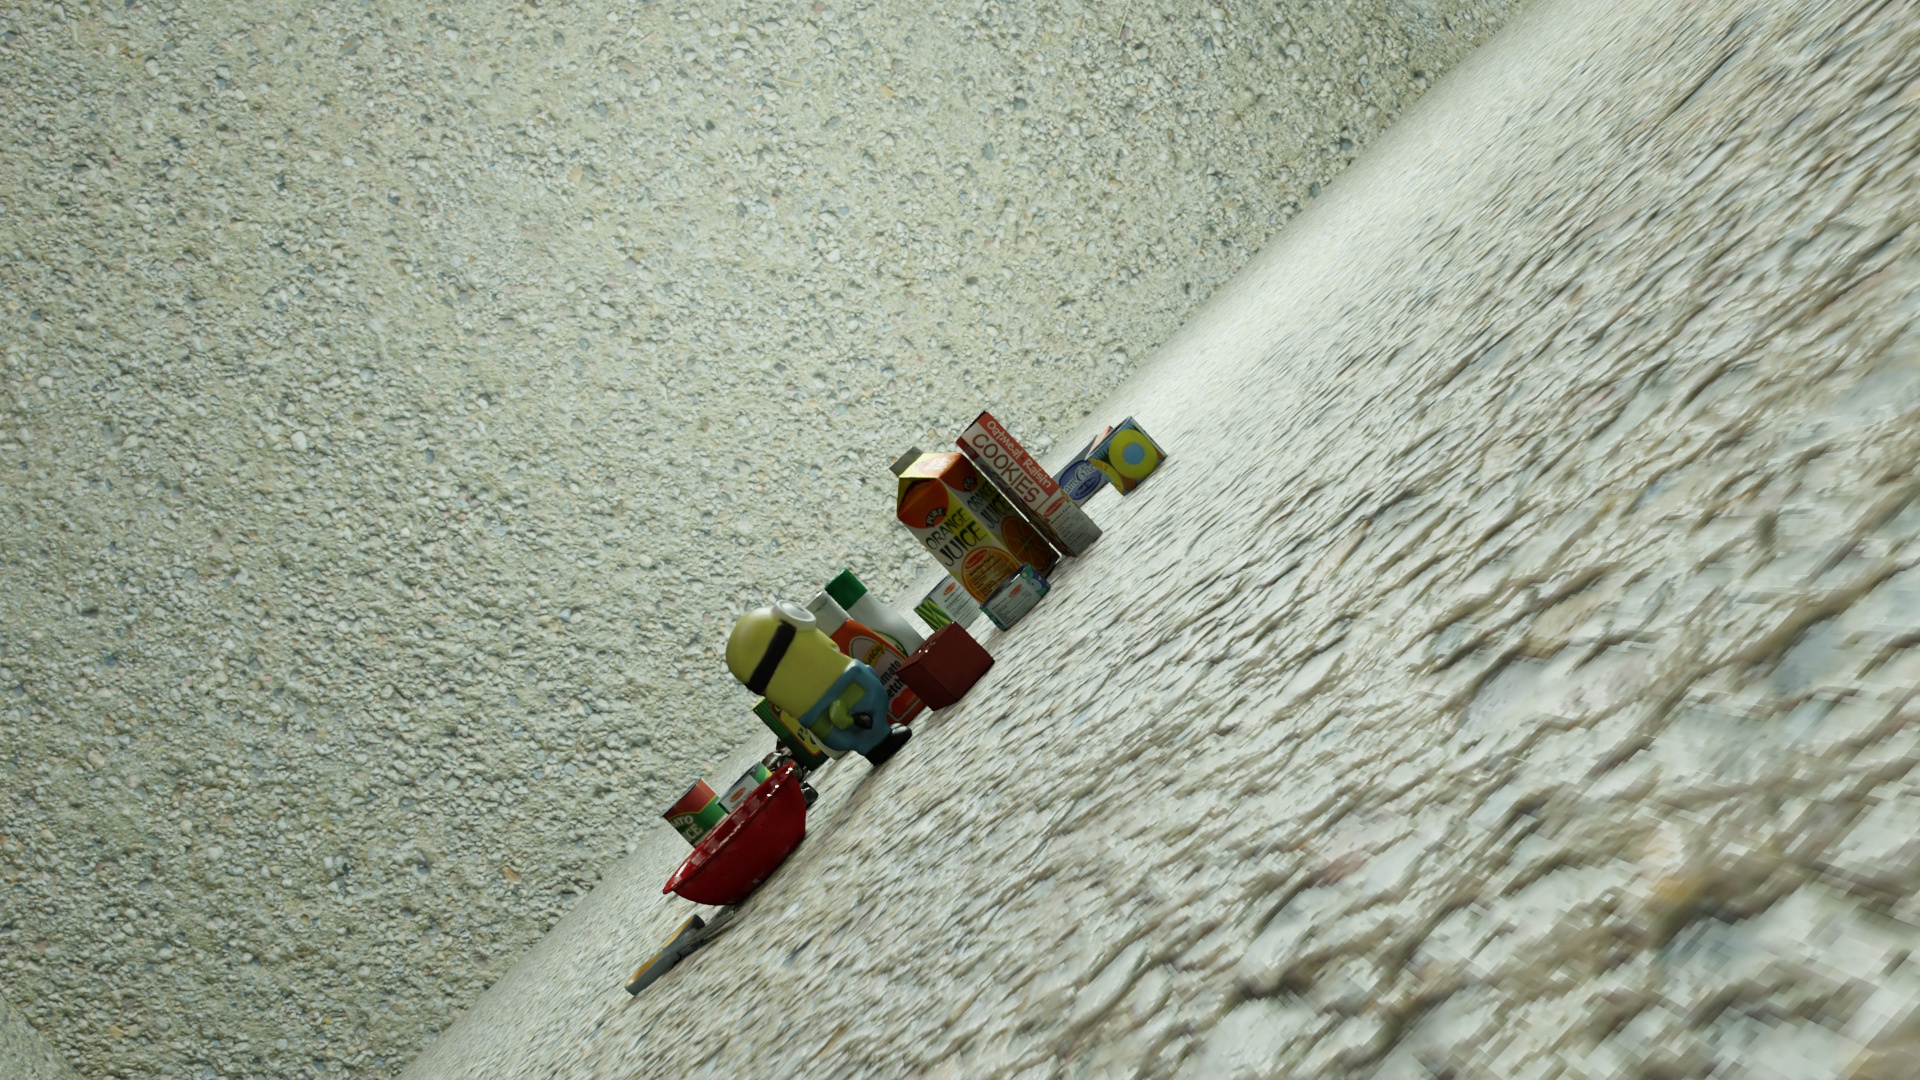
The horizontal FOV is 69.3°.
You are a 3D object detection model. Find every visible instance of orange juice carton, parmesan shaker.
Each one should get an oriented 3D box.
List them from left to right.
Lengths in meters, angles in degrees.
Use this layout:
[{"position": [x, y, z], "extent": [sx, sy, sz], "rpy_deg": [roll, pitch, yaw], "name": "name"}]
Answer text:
[{"position": [-0.187, 0.212, 1.645], "extent": [0.071, 0.103, 0.071], "rpy_deg": [-44, 2, 3], "name": "parmesan shaker"}, {"position": [0.005, -0.018, 1.431], "extent": [0.072, 0.192, 0.072], "rpy_deg": [-42, 3, 32], "name": "orange juice carton"}]

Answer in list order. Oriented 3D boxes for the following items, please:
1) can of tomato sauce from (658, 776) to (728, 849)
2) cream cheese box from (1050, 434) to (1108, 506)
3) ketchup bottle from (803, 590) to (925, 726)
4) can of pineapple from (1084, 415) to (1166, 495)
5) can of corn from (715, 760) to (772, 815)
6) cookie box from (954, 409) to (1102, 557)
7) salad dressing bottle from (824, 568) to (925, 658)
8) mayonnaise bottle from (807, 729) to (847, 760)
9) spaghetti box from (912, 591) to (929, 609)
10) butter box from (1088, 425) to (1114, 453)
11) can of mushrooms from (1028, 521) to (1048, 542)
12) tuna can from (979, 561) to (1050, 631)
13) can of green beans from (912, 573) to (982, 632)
[{"position": [-0.317, 0.345, 1.710], "extent": [0.071, 0.083, 0.071], "rpy_deg": [-44, 2, 3], "name": "can of tomato sauce"}, {"position": [0.149, -0.078, 1.730], "extent": [0.103, 0.053, 0.024], "rpy_deg": [-43, 3, 22], "name": "cream cheese box"}, {"position": [-0.095, 0.114, 1.335], "extent": [0.065, 0.149, 0.043], "rpy_deg": [-45, 3, -26], "name": "ketchup bottle"}, {"position": [0.175, -0.089, 1.474], "extent": [0.071, 0.058, 0.071], "rpy_deg": [-43, 3, 3], "name": "can of pineapple"}, {"position": [-0.228, 0.288, 1.547], "extent": [0.071, 0.058, 0.071], "rpy_deg": [-43, 3, 3], "name": "can of corn"}, {"position": [0.066, -0.057, 1.413], "extent": [0.040, 0.167, 0.123], "rpy_deg": [-44, 2, -2], "name": "cookie box"}, {"position": [-0.097, 0.097, 1.628], "extent": [0.044, 0.147, 0.064], "rpy_deg": [-45, 3, -37], "name": "salad dressing bottle"}, {"position": [-0.166, 0.170, 1.525], "extent": [0.064, 0.148, 0.041], "rpy_deg": [-42, 3, 27], "name": "mayonnaise bottle"}, {"position": [0.013, 0.055, 1.701], "extent": [0.029, 0.050, 0.249], "rpy_deg": [-45, 3, -33], "name": "spaghetti box"}, {"position": [0.181, -0.102, 1.632], "extent": [0.024, 0.053, 0.104], "rpy_deg": [-43, 3, 18], "name": "butter box"}, {"position": [0.084, -0.001, 1.700], "extent": [0.071, 0.033, 0.071], "rpy_deg": [-43, 3, 3], "name": "can of mushrooms"}, {"position": [0.053, 0.054, 1.334], "extent": [0.071, 0.033, 0.071], "rpy_deg": [-43, 3, 3], "name": "tuna can"}, {"position": [-0.013, 0.079, 1.636], "extent": [0.071, 0.058, 0.071], "rpy_deg": [-43, 3, 3], "name": "can of green beans"}]
